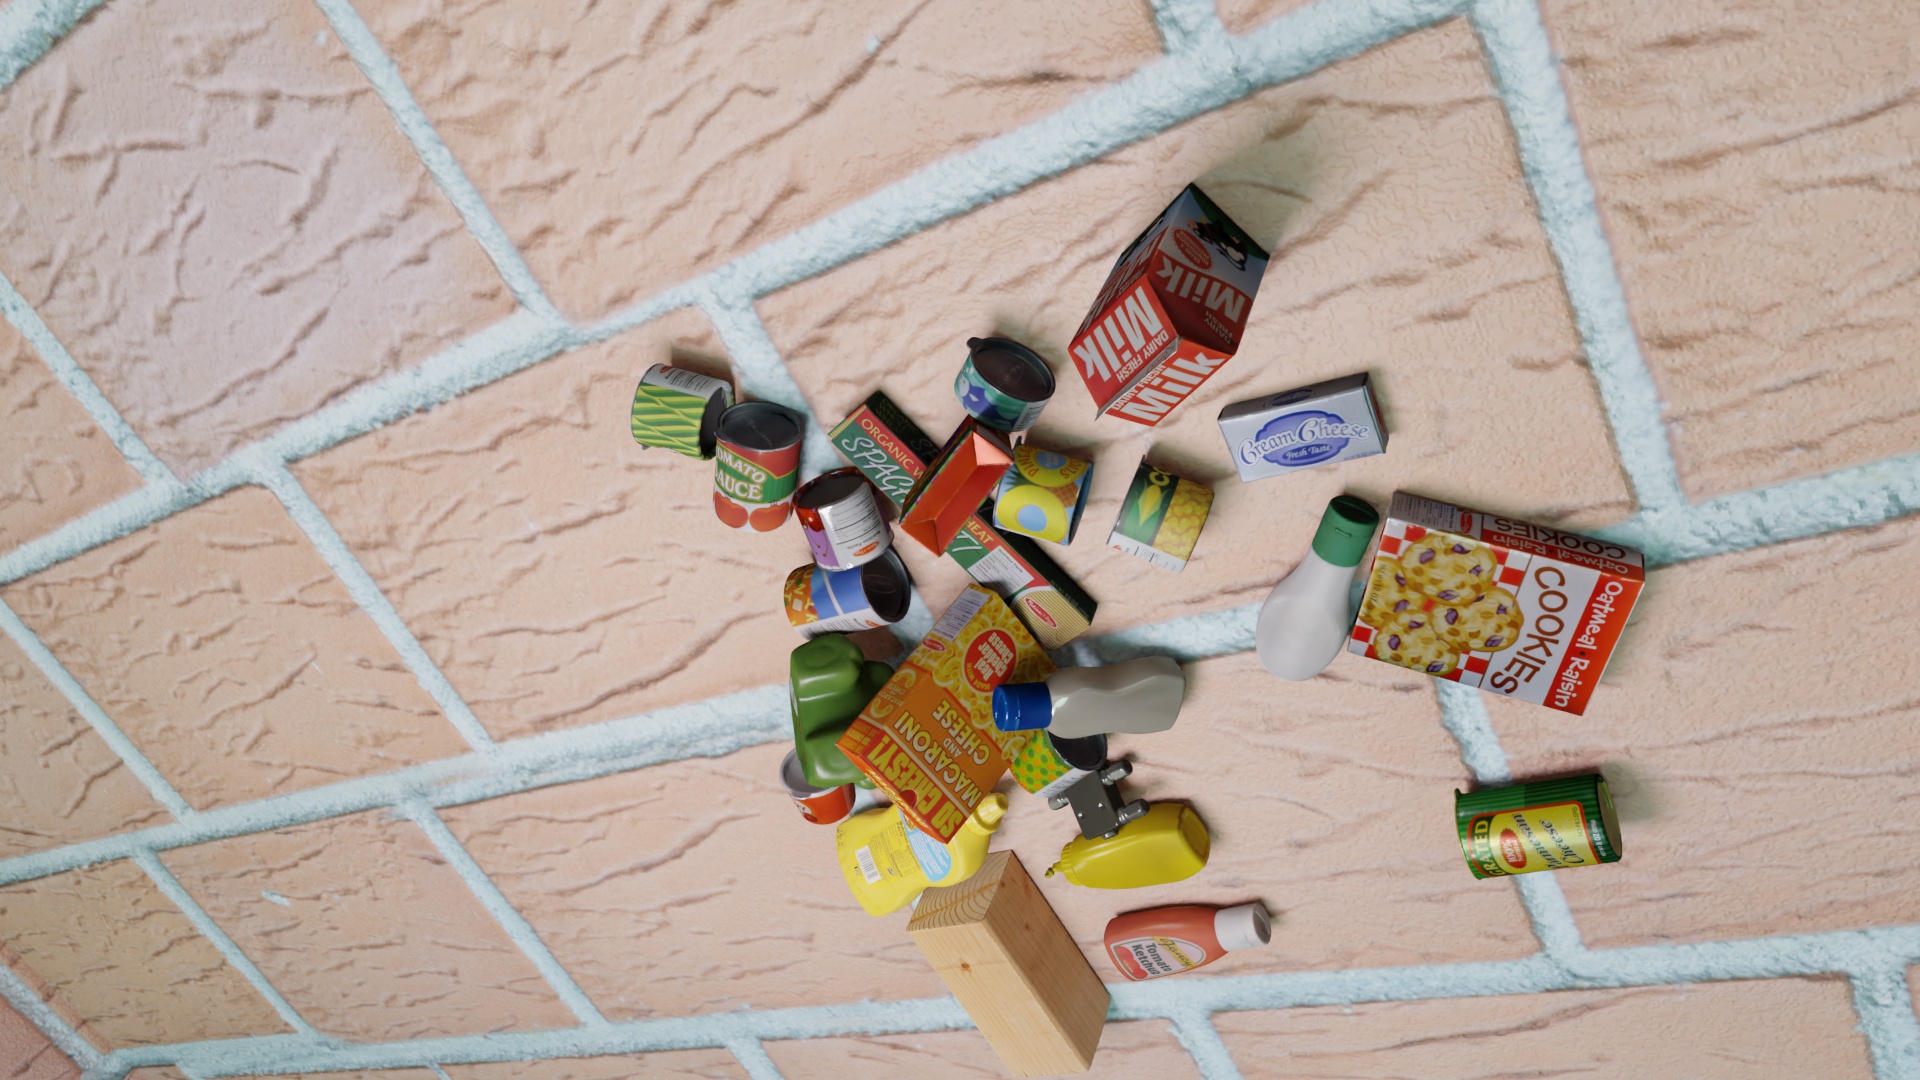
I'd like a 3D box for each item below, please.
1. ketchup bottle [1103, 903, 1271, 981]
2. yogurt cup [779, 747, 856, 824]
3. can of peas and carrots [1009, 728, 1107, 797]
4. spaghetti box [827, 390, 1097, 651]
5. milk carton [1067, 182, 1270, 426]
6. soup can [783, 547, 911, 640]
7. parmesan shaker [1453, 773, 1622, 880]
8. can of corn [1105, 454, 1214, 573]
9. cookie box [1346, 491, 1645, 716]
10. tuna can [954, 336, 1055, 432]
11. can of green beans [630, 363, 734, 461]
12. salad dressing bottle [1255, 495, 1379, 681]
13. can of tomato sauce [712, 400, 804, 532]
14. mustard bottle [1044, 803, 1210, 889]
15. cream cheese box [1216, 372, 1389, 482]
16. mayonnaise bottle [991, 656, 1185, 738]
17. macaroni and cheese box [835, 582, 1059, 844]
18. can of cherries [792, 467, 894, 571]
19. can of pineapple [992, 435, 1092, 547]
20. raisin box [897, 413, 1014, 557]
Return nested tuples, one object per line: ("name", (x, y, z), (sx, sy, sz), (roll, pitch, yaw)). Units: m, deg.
("ketchup bottle", (0.206, 0.358, 1.253), (0.148, 0.044, 0.064), (-22, 112, 32))
("yogurt cup", (-0.129, 0.225, 1.285), (0.072, 0.073, 0.053), (4, 133, 20))
("can of peas and carrots", (0.078, 0.172, 1.161), (0.071, 0.071, 0.058), (41, 129, -9))
("spaghetti box", (0.004, -0.014, 1.083), (0.250, 0.029, 0.050), (44, 128, -11))
("milk carton", (0.125, -0.137, 0.841), (0.073, 0.191, 0.072), (41, 129, -9))
("soup can", (-0.093, 0.041, 1.140), (0.083, 0.072, 0.071), (-16, 116, 31))
("parmesan shaker", (0.433, 0.212, 1.043), (0.103, 0.072, 0.071), (-17, 115, 31))
("can of corn", (0.145, -0.019, 1.000), (0.058, 0.071, 0.070), (23, 129, 5))
("cookie box", (0.369, 0.044, 0.967), (0.167, 0.040, 0.122), (15, 128, 13))
("tuna can", (0.029, -0.111, 0.981), (0.071, 0.071, 0.032), (31, 130, 0))
("can of green beans", (-0.217, -0.100, 1.089), (0.058, 0.071, 0.071), (16, 128, 11))
("salad dressing bottle", (0.259, 0.036, 1.004), (0.064, 0.044, 0.146), (27, 129, 17))
("can of tomato sauce", (-0.162, -0.057, 1.094), (0.071, 0.071, 0.082), (19, 129, 9))
("mustard bottle", (0.138, 0.274, 1.218), (0.160, 0.049, 0.065), (-21, 113, 33))
("cream cheese box", (0.234, -0.076, 0.948), (0.103, 0.024, 0.053), (-12, 118, 29))
("mayonnaise bottle", (0.100, 0.125, 1.087), (0.148, 0.041, 0.064), (-2, 125, -17))
("macaroni and cheese box", (-0.002, 0.136, 1.092), (0.040, 0.167, 0.123), (16, 150, 53))
("can of cherries", (-0.094, -0.018, 1.098), (0.071, 0.072, 0.058), (-6, 120, 26))
("can of pineapple", (0.061, -0.035, 1.021), (0.058, 0.071, 0.070), (16, 128, 11))
("raisin box", (-0.002, -0.043, 0.987), (0.040, 0.123, 0.086), (36, 99, -7))
